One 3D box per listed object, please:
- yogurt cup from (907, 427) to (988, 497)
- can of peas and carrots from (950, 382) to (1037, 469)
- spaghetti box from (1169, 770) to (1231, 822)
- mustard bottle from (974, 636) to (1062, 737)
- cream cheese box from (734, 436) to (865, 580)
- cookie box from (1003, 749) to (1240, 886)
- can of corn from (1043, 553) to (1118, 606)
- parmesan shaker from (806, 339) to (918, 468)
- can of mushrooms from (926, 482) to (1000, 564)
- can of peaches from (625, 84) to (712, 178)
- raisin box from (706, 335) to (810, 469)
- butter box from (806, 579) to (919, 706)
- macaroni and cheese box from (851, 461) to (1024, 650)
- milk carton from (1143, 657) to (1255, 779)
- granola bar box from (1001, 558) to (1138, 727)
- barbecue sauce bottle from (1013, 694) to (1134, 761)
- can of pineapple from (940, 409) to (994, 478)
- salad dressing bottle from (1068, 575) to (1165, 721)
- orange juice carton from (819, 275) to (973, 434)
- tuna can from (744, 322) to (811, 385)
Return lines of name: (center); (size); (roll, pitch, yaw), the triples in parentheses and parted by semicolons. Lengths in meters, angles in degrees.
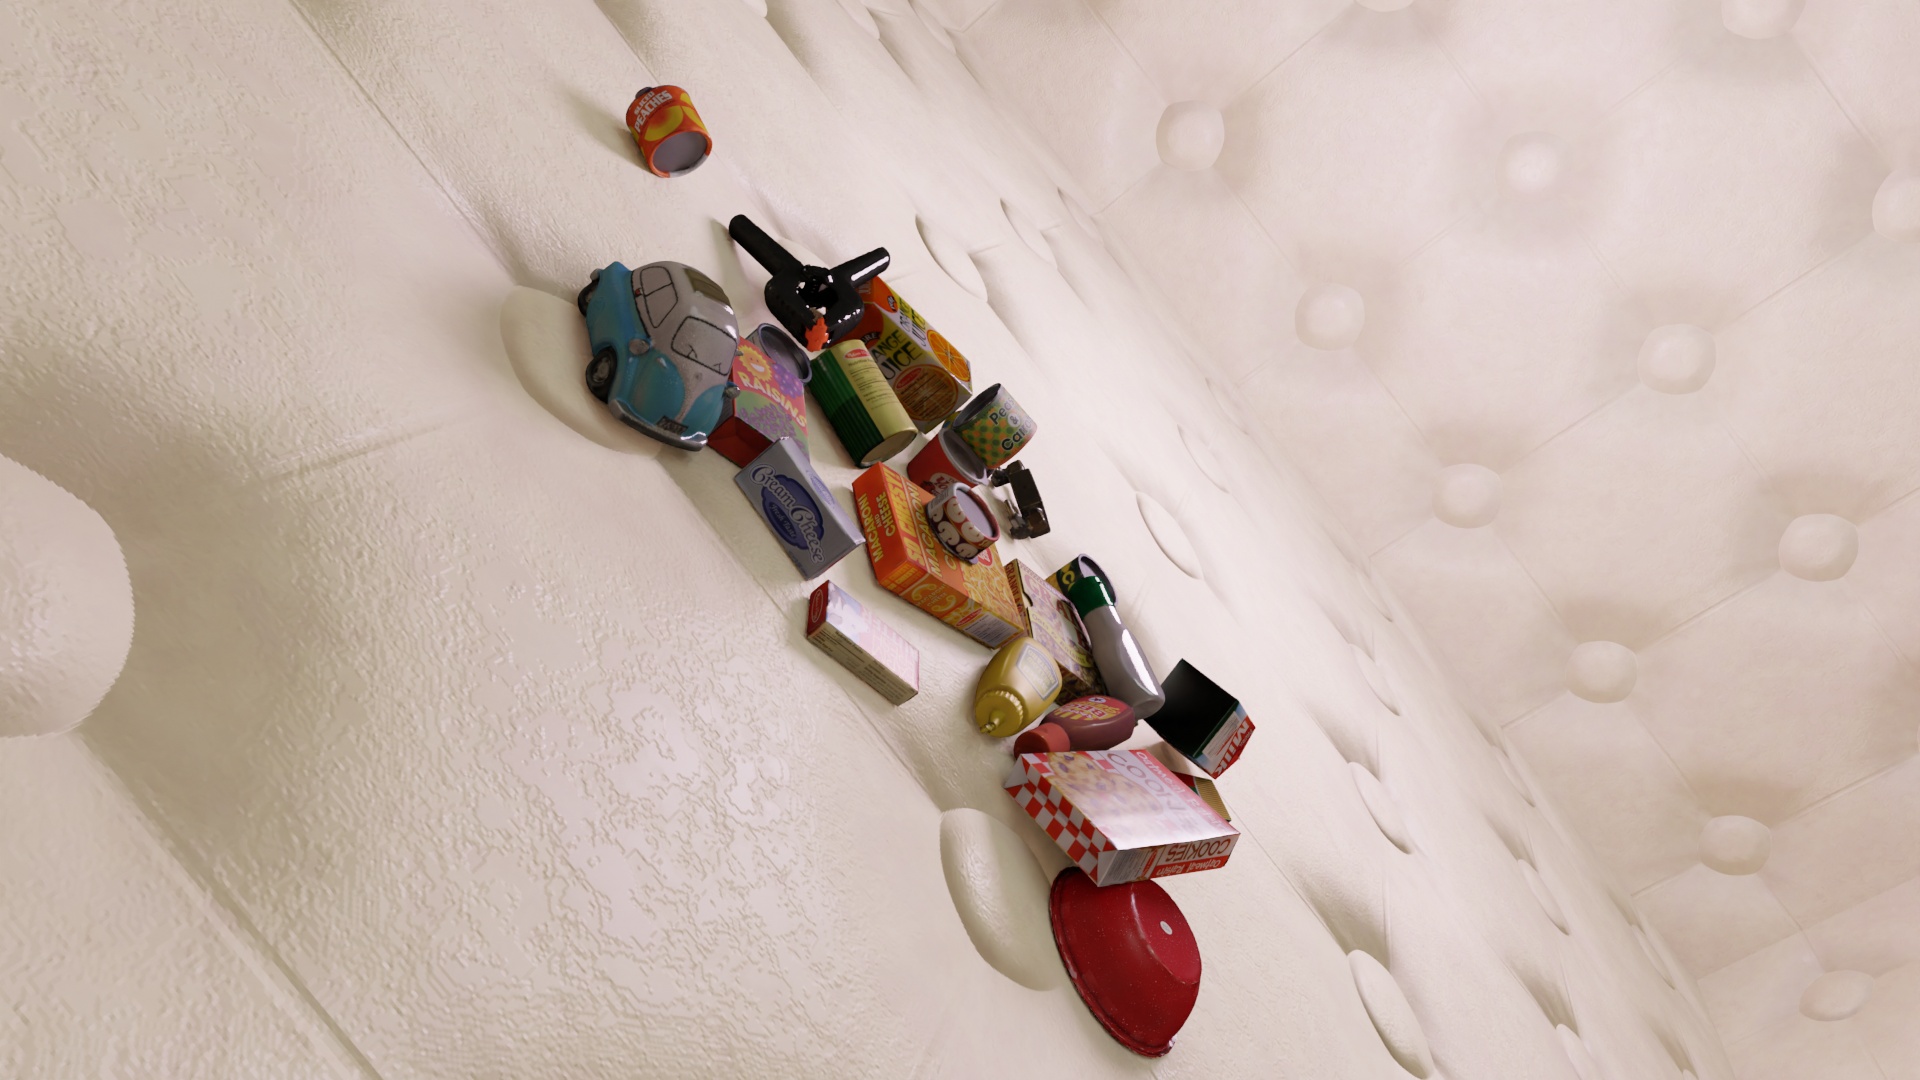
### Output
yogurt cup: (-0.016, -0.070, 1.376); (0.072, 0.054, 0.073); (43, 24, -24)
can of peas and carrots: (0.035, -0.114, 1.373); (0.058, 0.070, 0.071); (47, 22, -15)
spaghetti box: (0.190, 0.247, 1.342); (0.250, 0.028, 0.050); (22, 36, -52)
mustard bottle: (0.045, 0.134, 1.196); (0.065, 0.048, 0.161); (50, 22, -2)
cream cheese box: (-0.127, -0.025, 1.090); (0.104, 0.053, 0.024); (54, 20, 3)
cookie box: (0.135, 0.226, 1.152); (0.168, 0.040, 0.123); (6, 25, -45)
can of corn: (0.121, 0.057, 1.451); (0.071, 0.058, 0.071); (43, 24, -24)
parmesan shaker: (-0.095, -0.125, 1.289); (0.103, 0.071, 0.071); (59, 22, 12)
can of mushrooms: (0.004, -0.016, 1.252); (0.071, 0.033, 0.071); (44, 23, -23)
can of peaches: (-0.278, -0.389, 1.320); (0.071, 0.071, 0.058); (8, 50, -61)
raisin box: (-0.170, -0.109, 1.150); (0.086, 0.040, 0.124); (36, 27, -35)
butter box: (-0.075, 0.080, 1.074); (0.103, 0.024, 0.053); (41, 25, -27)
macaroni and cheese box: (-0.021, 0.016, 1.256); (0.166, 0.040, 0.124); (32, 29, -42)
milk carton: (0.248, 0.189, 1.425); (0.072, 0.073, 0.190); (37, -3, 26)
granola bar box: (0.102, 0.107, 1.363); (0.165, 0.039, 0.125); (39, 26, -32)
barbecue sauce bottle: (0.098, 0.173, 1.235); (0.149, 0.065, 0.043); (-11, 106, -58)
can of pineapple: (0.007, -0.096, 1.449); (0.071, 0.071, 0.058); (47, 22, -15)
salad dressing bottle: (0.149, 0.103, 1.352); (0.064, 0.044, 0.148); (22, 37, -49)
orange juice carton: (-0.077, -0.205, 1.432); (0.192, 0.073, 0.072); (40, 25, -27)
tuna can: (-0.166, -0.158, 1.239); (0.071, 0.032, 0.071); (43, 24, -24)
